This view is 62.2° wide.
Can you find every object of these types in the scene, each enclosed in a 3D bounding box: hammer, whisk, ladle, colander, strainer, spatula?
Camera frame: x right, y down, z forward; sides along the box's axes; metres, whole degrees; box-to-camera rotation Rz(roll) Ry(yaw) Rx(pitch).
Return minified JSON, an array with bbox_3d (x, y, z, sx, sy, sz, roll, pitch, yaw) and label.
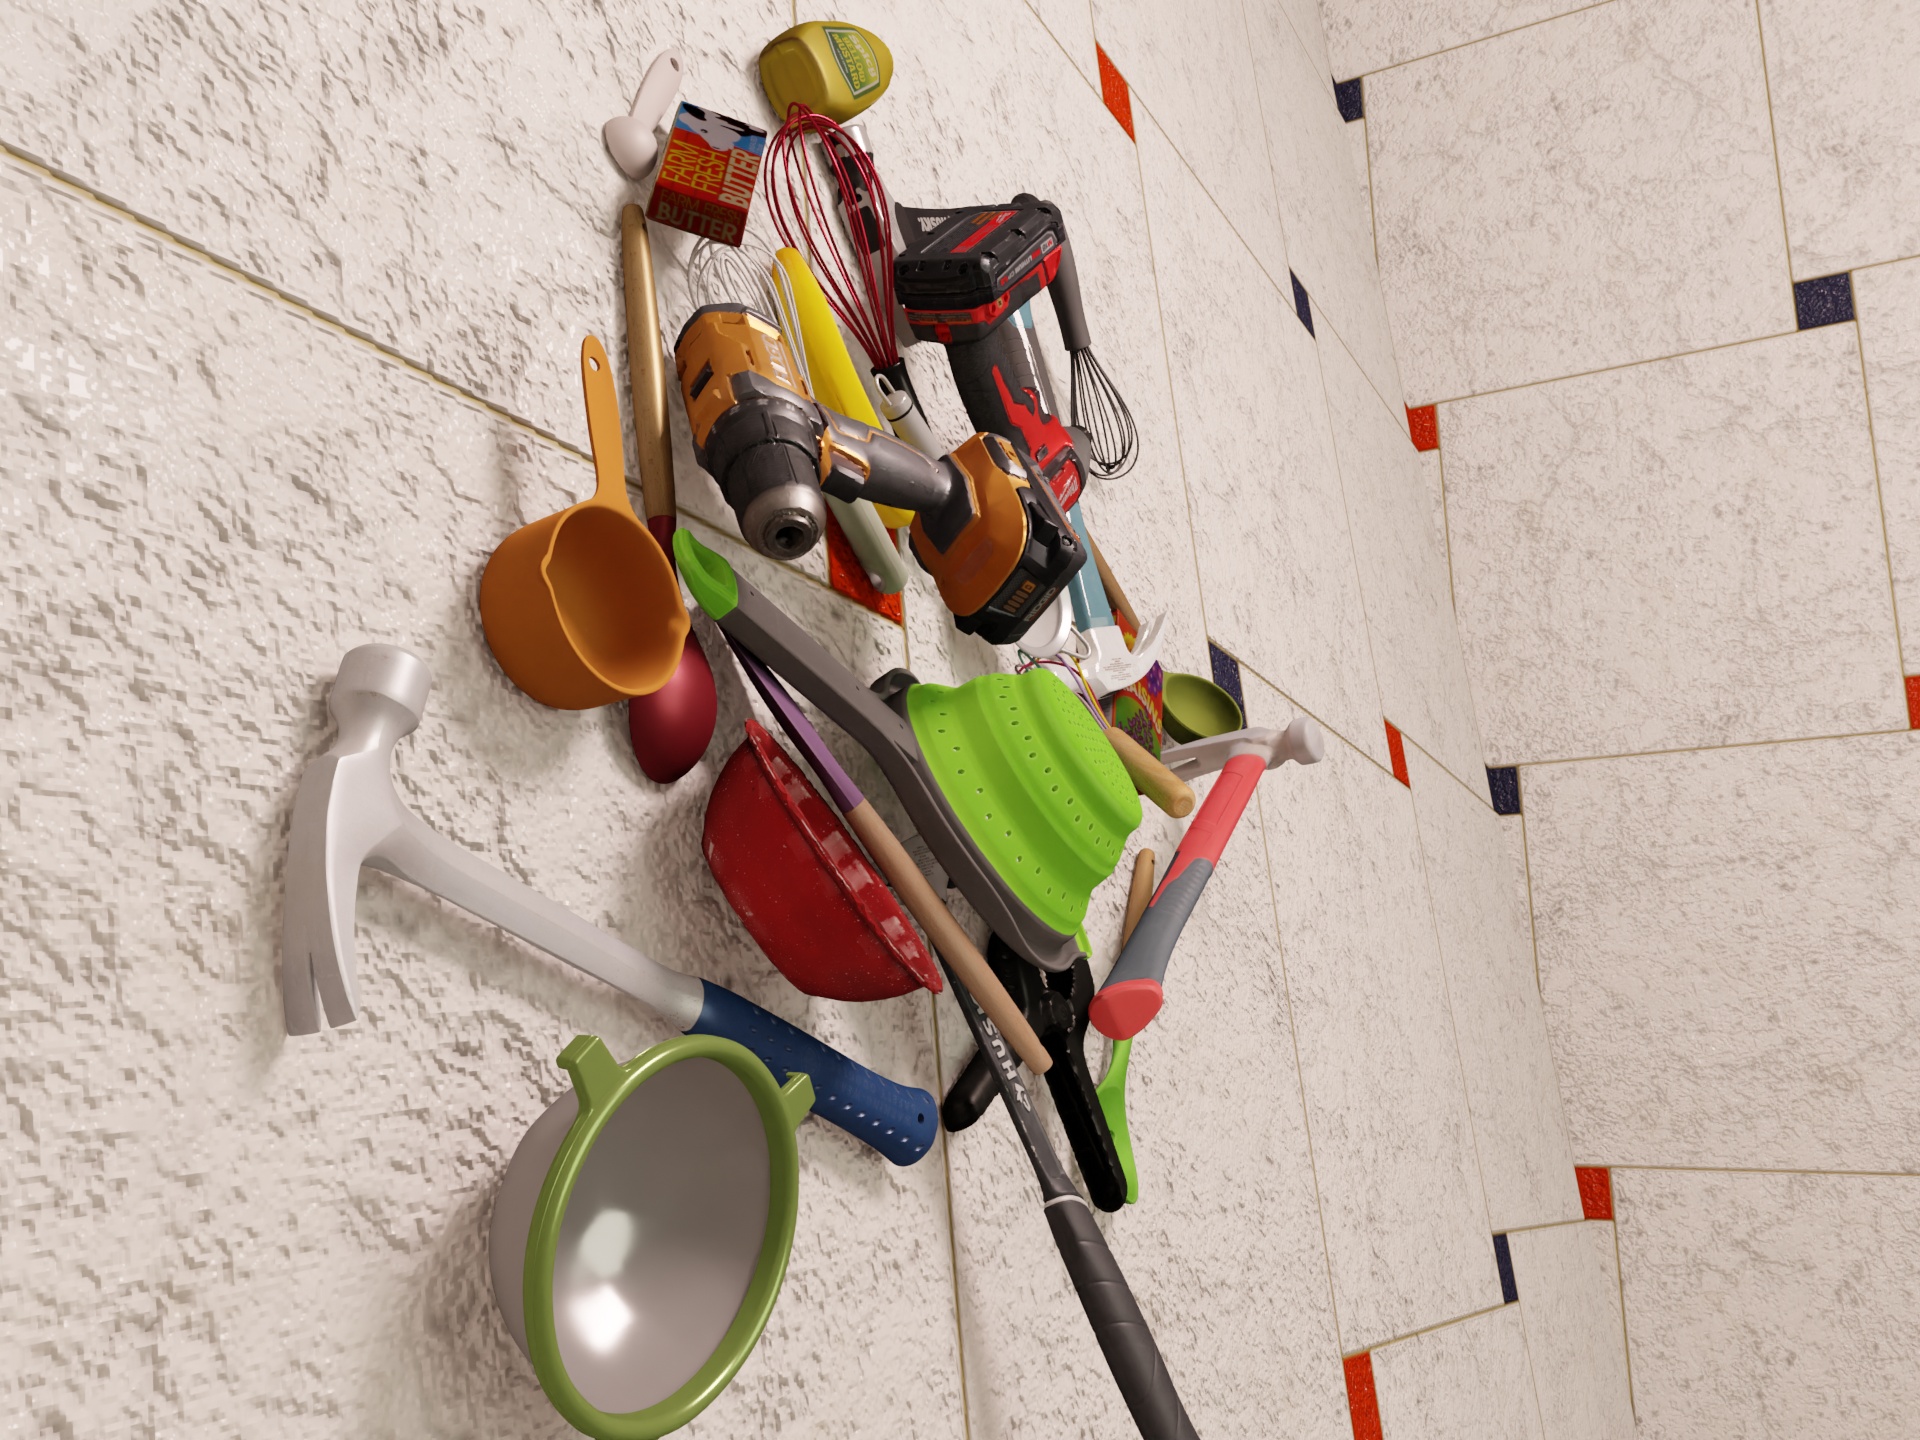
[{"bbox_3d":[0.074,-0.176,1.216,0.128,0.033,0.331,-6,76,-35],"label":"hammer"},{"bbox_3d":[0.090,0.003,1.036,0.245,0.047,0.051,46,-23,60],"label":"whisk"},{"bbox_3d":[-0.088,-0.174,0.929,0.059,0.058,0.246,-42,125,-22],"label":"whisk"},{"bbox_3d":[0.142,-0.099,1.315,0.319,0.062,0.078,56,30,-28],"label":"ladle"},{"bbox_3d":[0.158,0.107,1.171,0.038,0.143,0.386,65,33,-16],"label":"hammer"},{"bbox_3d":[-0.153,-0.123,0.800,0.069,0.031,0.316,35,44,-66],"label":"ladle"},{"bbox_3d":[-0.054,-0.246,1.016,0.295,0.073,0.073,69,27,-24],"label":"whisk"},{"bbox_3d":[-0.001,-0.003,0.877,0.396,0.094,0.205,43,18,-44],"label":"colander"},{"bbox_3d":[0.049,0.251,0.876,0.149,0.036,0.409,-3,65,-63],"label":"hammer"},{"bbox_3d":[0.009,-0.126,1.042,0.258,0.050,0.087,54,44,-37],"label":"strainer"},{"bbox_3d":[-0.142,0.245,0.609,0.151,0.069,0.256,30,68,-56],"label":"strainer"},{"bbox_3d":[0.003,-0.370,1.209,0.335,0.035,0.146,-37,108,-61],"label":"hammer"},{"bbox_3d":[-0.129,0.128,0.706,0.405,0.035,0.144,43,40,-46],"label":"hammer"},{"bbox_3d":[-0.042,0.065,0.840,0.315,0.018,0.060,55,-3,-13],"label":"spatula"},{"bbox_3d":[0.101,-0.313,1.322,0.055,0.055,0.238,-57,135,-55],"label":"whisk"}]

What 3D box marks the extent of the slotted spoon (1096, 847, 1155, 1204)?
[{"bbox_3d":[0.120,0.208,1.148,0.070,0.031,0.314,57,30,-31],"label":"slotted spoon"}]

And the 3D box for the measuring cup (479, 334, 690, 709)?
[{"bbox_3d":[-0.175,-0.088,0.713,0.095,0.052,0.174,20,58,-58],"label":"measuring cup"}]

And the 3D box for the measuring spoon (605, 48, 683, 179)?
[{"bbox_3d":[-0.169,-0.345,0.889,0.034,0.018,0.124,51,35,-38],"label":"measuring spoon"}]

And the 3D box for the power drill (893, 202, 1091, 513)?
[{"bbox_3d":[0.036,-0.235,1.100,0.143,0.079,0.219,-48,135,-39],"label":"power drill"}]

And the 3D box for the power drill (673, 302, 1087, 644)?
[{"bbox_3d":[-0.041,-0.118,0.842,0.226,0.084,0.186,23,29,-34],"label":"power drill"}]
